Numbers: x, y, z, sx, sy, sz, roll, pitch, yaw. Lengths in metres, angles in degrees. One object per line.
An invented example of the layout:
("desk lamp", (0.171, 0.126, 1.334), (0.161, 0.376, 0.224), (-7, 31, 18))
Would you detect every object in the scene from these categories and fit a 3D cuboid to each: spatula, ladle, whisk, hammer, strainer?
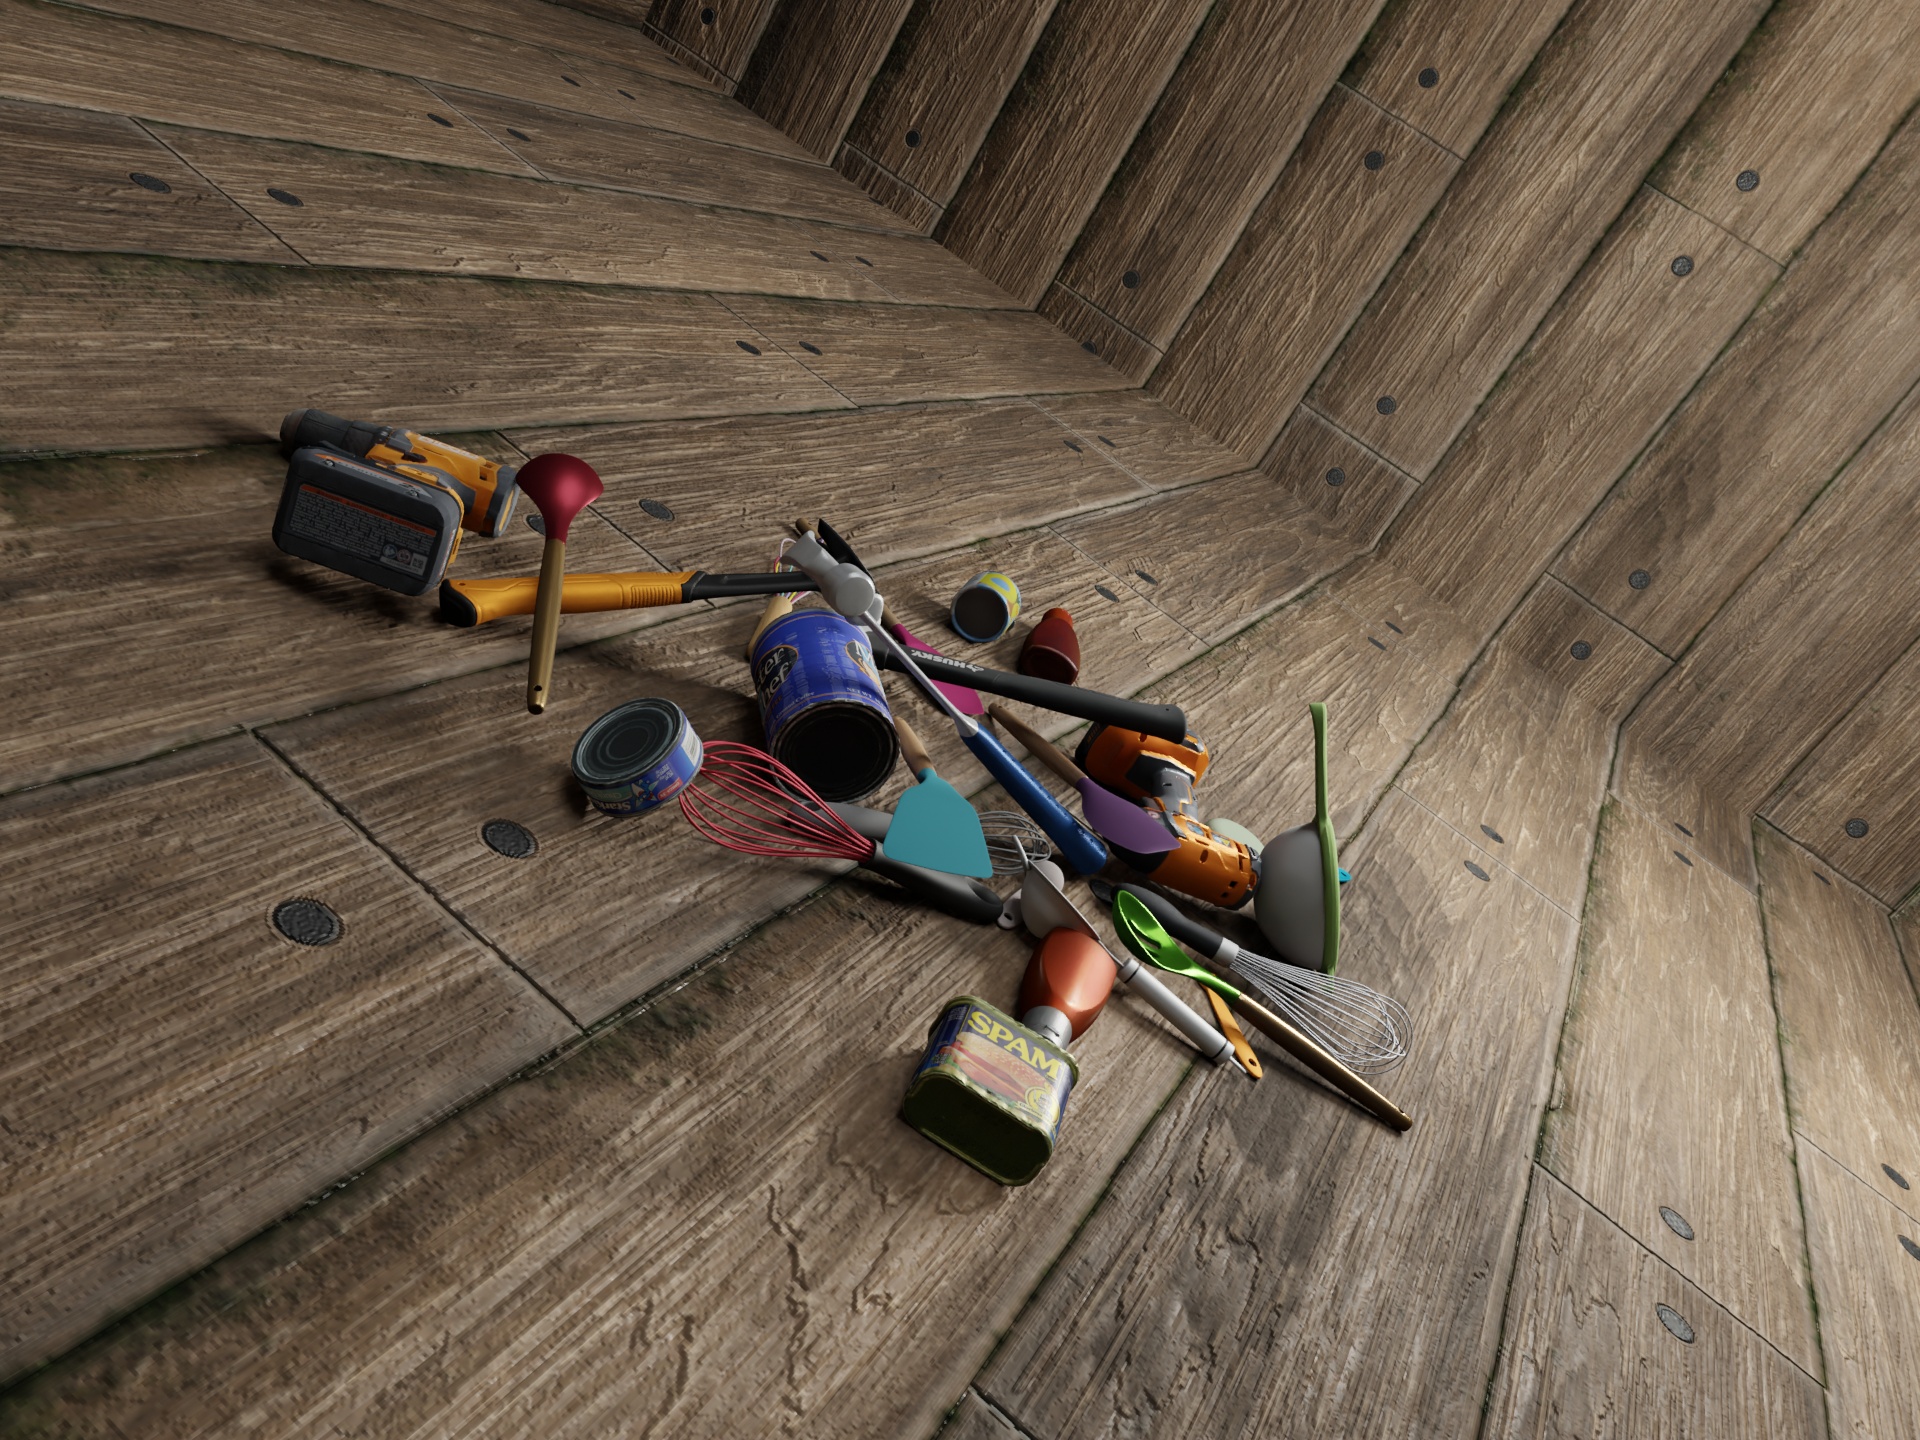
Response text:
("spatula", (-0.035, 0.048, 1.274), (0.082, 0.044, 0.318), (12, 11, -12))
("ladle", (-0.306, -0.114, 1.187), (0.069, 0.031, 0.316), (5, 42, -14))
("whisk", (0.253, 0.215, 1.353), (0.284, 0.070, 0.070), (29, 24, 4))
("hammer", (-0.002, -0.004, 1.271), (0.405, 0.035, 0.144), (47, -3, -36))
("spatula", (0.095, 0.047, 1.426), (0.059, 0.018, 0.316), (-6, 25, -23))
("whisk", (-0.029, 0.087, 1.256), (0.238, 0.055, 0.055), (11, 32, -32))
("whisk", (-0.085, 0.092, 1.172), (0.295, 0.073, 0.073), (27, 24, -29))
("hammer", (0.046, -0.030, 1.472), (0.335, 0.035, 0.146), (14, 27, 0))
("hammer", (-0.236, -0.108, 1.253), (0.336, 0.034, 0.127), (-6, 37, -25))
("strainer", (0.124, 0.192, 1.246), (0.258, 0.050, 0.087), (41, -6, 2))
("whisk", (-0.167, -0.114, 1.487), (0.047, 0.051, 0.245), (10, 30, 1))
("strainer", (0.298, 0.109, 1.429), (0.069, 0.256, 0.151), (-2, 16, 6))

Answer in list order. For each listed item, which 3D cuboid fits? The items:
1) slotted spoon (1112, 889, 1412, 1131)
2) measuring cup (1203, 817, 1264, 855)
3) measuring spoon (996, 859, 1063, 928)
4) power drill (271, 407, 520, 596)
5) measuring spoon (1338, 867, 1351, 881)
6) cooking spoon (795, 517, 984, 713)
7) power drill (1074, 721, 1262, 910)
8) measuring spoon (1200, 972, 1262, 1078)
("slotted spoon", (0.243, 0.242, 1.294), (0.313, 0.031, 0.070), (36, 22, -5))
("measuring cup", (0.301, 0.151, 1.542), (0.167, 0.038, 0.083), (32, 24, 3))
("measuring spoon", (0.057, 0.140, 1.293), (0.034, 0.018, 0.124), (37, 25, 9))
("power drill", (-0.443, -0.177, 1.198), (0.185, 0.084, 0.226), (20, 17, -10))
("measuring spoon", (0.378, 0.167, 1.644), (0.042, 0.021, 0.128), (43, 17, 23))
("cooking spoon", (-0.079, -0.107, 1.598), (0.068, 0.017, 0.319), (3, 38, -50))
("power drill", (0.177, 0.073, 1.482), (0.164, 0.084, 0.227), (23, 25, -21))
("measuring spoon", (0.222, 0.247, 1.299), (0.021, 0.011, 0.117), (19, 27, -28))
